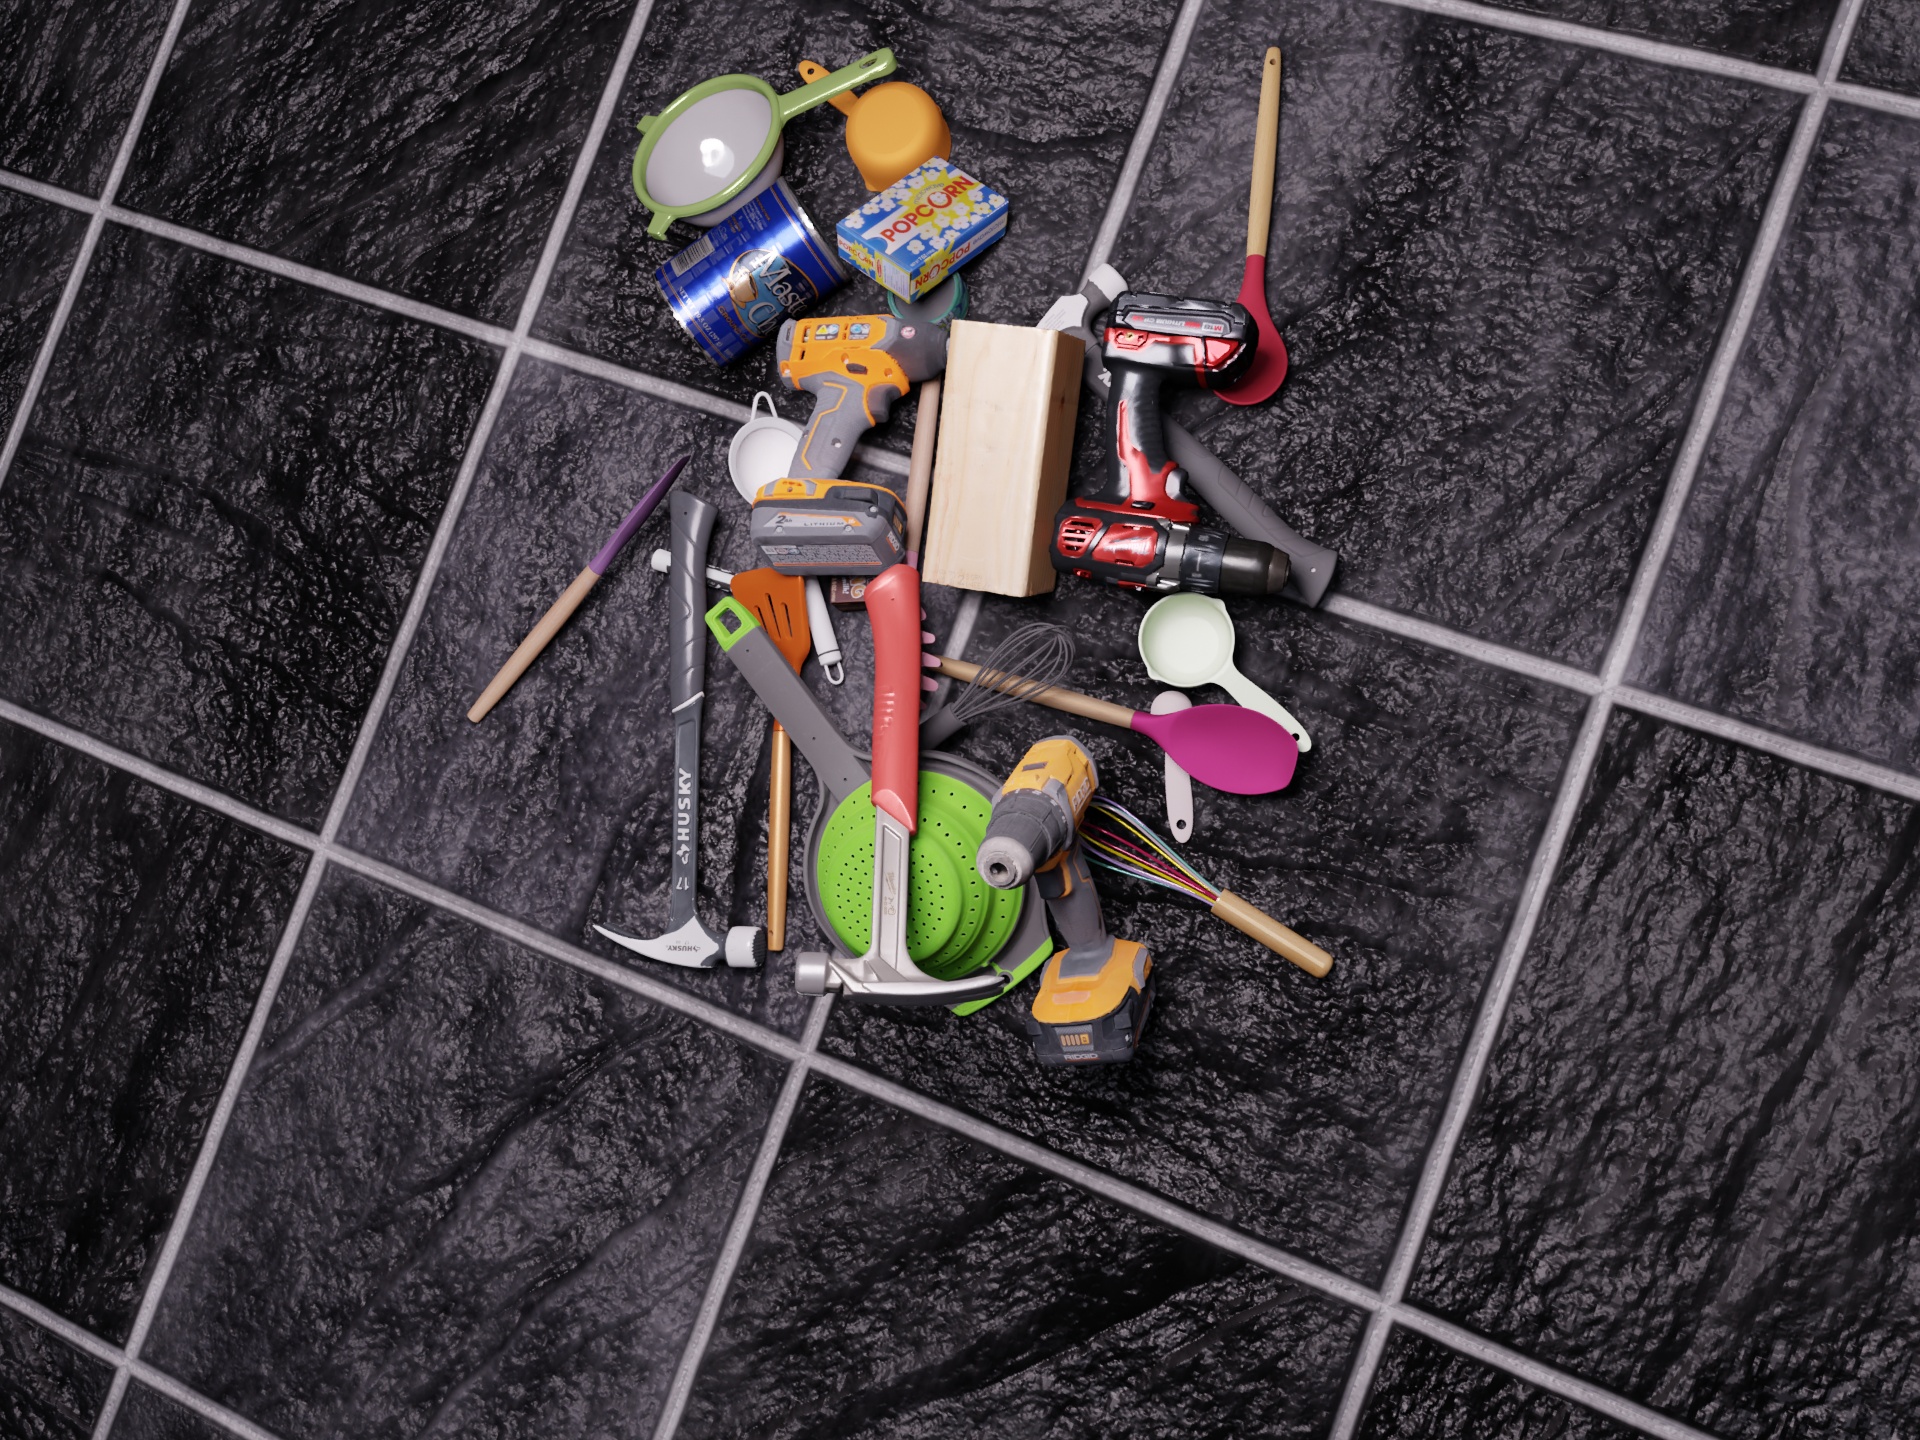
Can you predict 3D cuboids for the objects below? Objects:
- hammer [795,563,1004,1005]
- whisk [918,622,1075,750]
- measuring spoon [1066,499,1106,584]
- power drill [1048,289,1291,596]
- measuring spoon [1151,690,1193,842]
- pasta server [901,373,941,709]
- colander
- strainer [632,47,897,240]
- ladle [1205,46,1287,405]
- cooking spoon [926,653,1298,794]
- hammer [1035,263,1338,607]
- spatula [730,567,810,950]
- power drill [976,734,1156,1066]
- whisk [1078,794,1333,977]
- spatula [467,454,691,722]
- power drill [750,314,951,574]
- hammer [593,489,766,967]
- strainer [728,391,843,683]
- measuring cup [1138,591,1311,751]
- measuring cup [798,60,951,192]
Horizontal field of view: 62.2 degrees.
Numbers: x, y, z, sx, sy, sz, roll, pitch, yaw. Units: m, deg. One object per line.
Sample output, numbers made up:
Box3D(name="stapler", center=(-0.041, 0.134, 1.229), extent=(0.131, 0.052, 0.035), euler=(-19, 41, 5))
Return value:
Box3D(name="hammer", center=(-0.041, 0.040, 1.212), extent=(0.149, 0.036, 0.359), euler=(1, 62, 0))
Box3D(name="whisk", center=(-0.002, -0.005, 1.302), extent=(0.239, 0.055, 0.055), euler=(-36, 76, 22))
Box3D(name="measuring spoon", center=(0.091, -0.165, 1.324), extent=(0.042, 0.021, 0.129), euler=(-36, 76, 7))
Box3D(name="power drill", center=(0.179, -0.208, 1.247), extent=(0.188, 0.080, 0.227), euler=(11, 89, 14))
Box3D(name="measuring spoon", center=(0.174, 0.037, 1.282), extent=(0.034, 0.018, 0.124), euler=(-6, 82, 12))
Box3D(name="pasta server", center=(-0.033, -0.165, 1.345), extent=(0.040, 0.060, 0.316), euler=(14, 76, -30))
Box3D(name="colander", center=(-0.091, 0.065, 1.268), extent=(0.204, 0.094, 0.397), euler=(-39, 85, 17))
Box3D(name="strainer", center=(-0.163, -0.508, 1.394), extent=(0.256, 0.069, 0.152), euler=(-20, 60, 15))
Box3D(name="ladle", center=(0.245, -0.408, 1.315), extent=(0.069, 0.031, 0.315), euler=(6, 83, 5))
Box3D(name="cooking spoon", center=(0.117, -0.008, 1.289), extent=(0.319, 0.017, 0.068), euler=(17, 102, 20))
Box3D(name="hammer", center=(0.179, -0.216, 1.304), extent=(0.146, 0.035, 0.335), euler=(-44, 76, 4))
Box3D(name="spatula", center=(-0.159, 0.033, 1.351), extent=(0.081, 0.041, 0.323), euler=(-3, 84, 34))
Box3D(name="power drill", center=(0.074, 0.144, 1.178), extent=(0.084, 0.185, 0.226), euler=(-9, 107, 21))
Box3D(name="whisk", center=(0.183, 0.133, 1.257), extent=(0.245, 0.047, 0.051), euler=(32, 90, 12))
Box3D(name="spatula", center=(-0.336, -0.114, 1.399), extent=(0.018, 0.060, 0.316), euler=(41, 104, -6))
Box3D(name="power drill", center=(-0.082, -0.237, 1.318), extent=(0.164, 0.084, 0.227), euler=(1, 68, 16))
Box3D(name="hammer", center=(-0.238, 0.005, 1.365), extent=(0.149, 0.036, 0.409), euler=(-1, 86, 15))
Box3D(name="strainer", center=(-0.145, -0.153, 1.371), extent=(0.087, 0.050, 0.258), euler=(-14, 84, -33))
Box3D(name="measuring cup", center=(0.215, -0.033, 1.273), extent=(0.168, 0.038, 0.083), euler=(43, 95, 10))
Box3D(name="measuring cup", center=(-0.087, -0.538, 1.396), extent=(0.174, 0.052, 0.095), euler=(42, 94, 12))
